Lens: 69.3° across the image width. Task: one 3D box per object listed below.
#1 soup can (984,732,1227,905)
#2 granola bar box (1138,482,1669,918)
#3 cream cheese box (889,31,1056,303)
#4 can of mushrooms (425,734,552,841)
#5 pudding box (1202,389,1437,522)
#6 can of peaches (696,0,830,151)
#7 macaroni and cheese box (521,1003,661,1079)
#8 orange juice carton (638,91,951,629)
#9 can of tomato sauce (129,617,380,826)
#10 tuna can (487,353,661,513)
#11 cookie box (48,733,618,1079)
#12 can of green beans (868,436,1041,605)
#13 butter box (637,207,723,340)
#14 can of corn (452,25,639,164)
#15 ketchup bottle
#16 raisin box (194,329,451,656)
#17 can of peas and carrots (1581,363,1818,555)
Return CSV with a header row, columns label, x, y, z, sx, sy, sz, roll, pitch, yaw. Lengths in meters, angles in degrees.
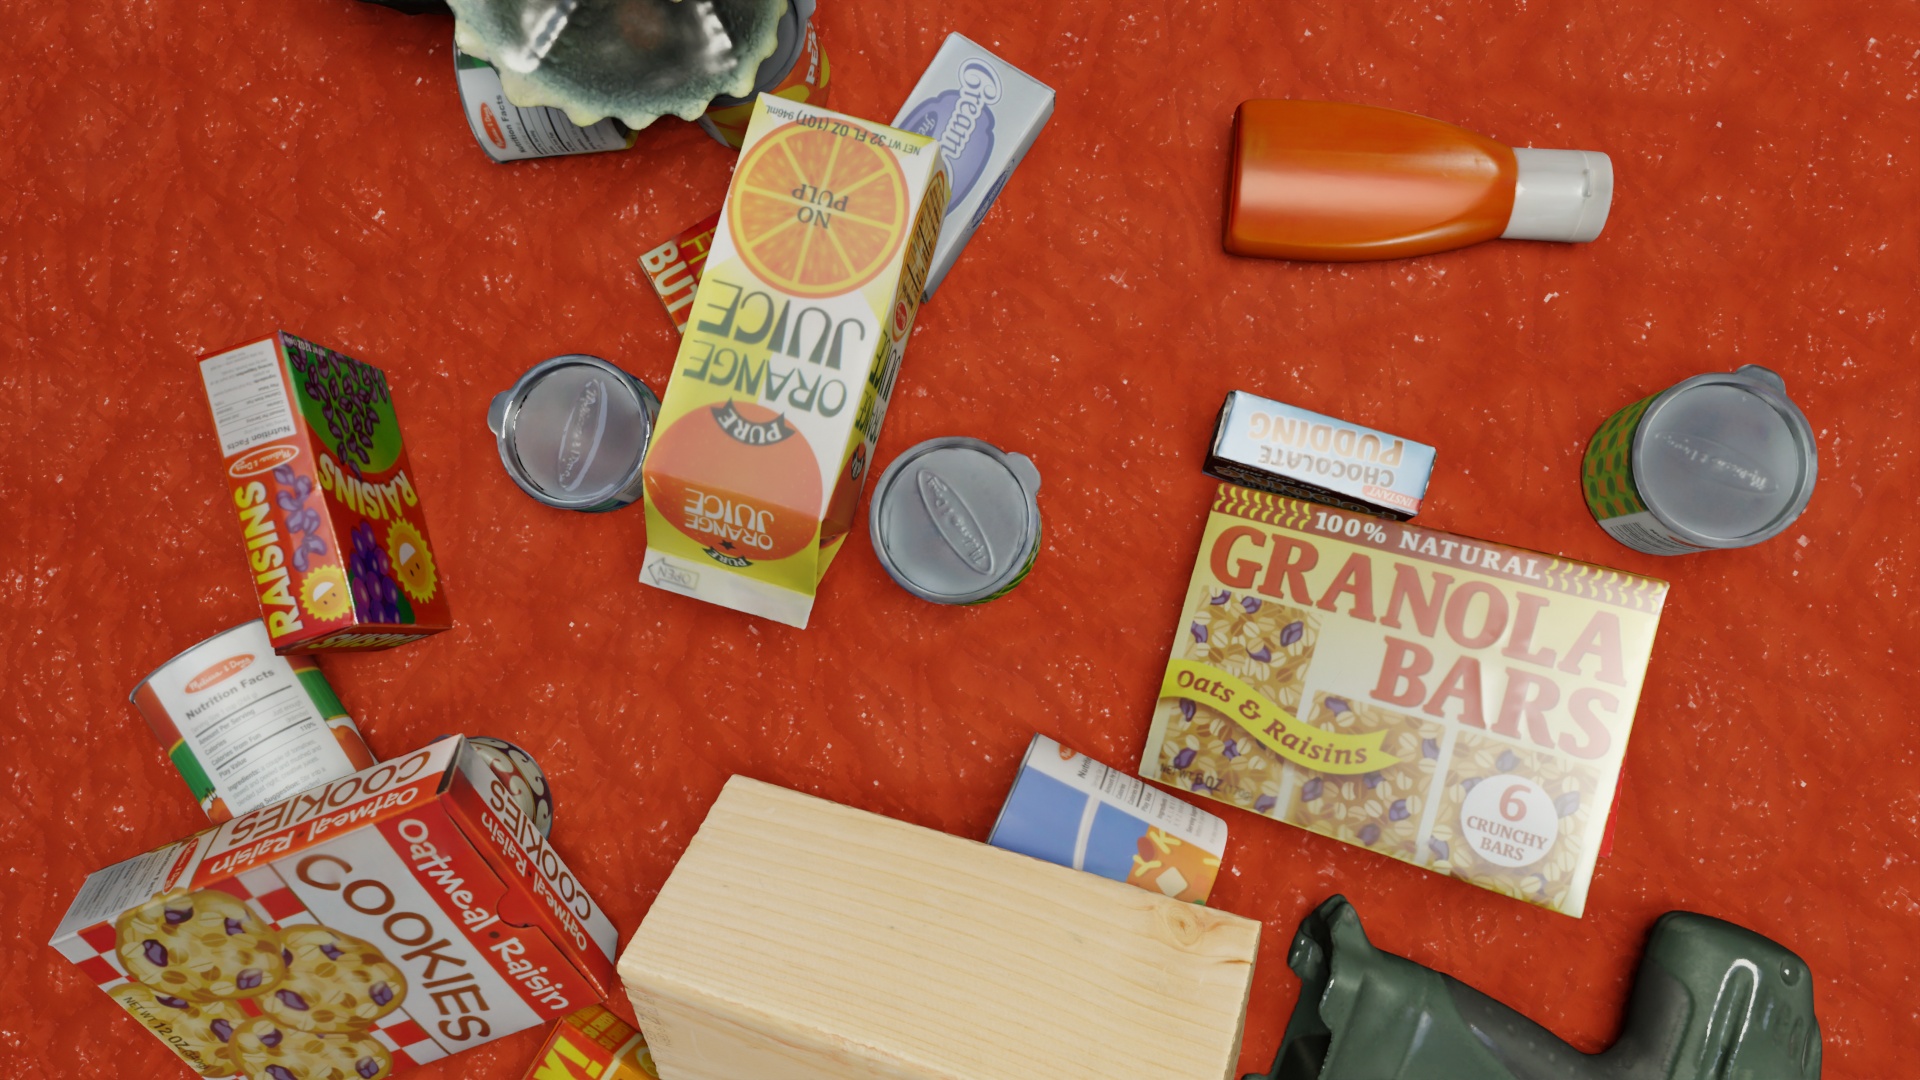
label,x,y,z,sx,sy,sz,roll,pitch,yaw
soup can,0.053,0.126,0.549,0.084,0.071,0.071,24,89,6
granola bar box,0.166,0.056,0.533,0.165,0.039,0.124,15,87,25
cream cheese box,-0.009,-0.160,0.596,0.053,0.024,0.104,34,89,6
can of mushrooms,-0.213,0.116,0.590,0.071,0.033,0.071,0,87,6
pudding box,0.142,-0.032,0.560,0.084,0.049,0.030,18,86,6
can of peaches,-0.090,-0.206,0.590,0.071,0.058,0.071,0,85,5
macaroni and cheese box,-0.124,0.288,0.566,0.166,0.040,0.123,33,88,6
orange juice carton,-0.066,-0.066,0.545,0.072,0.073,0.192,17,88,5
can of tomato sauce,-0.292,0.084,0.583,0.071,0.071,0.083,-34,88,2
tuna can,-0.164,-0.046,0.598,0.071,0.033,0.071,0,86,5
cookie box,-0.240,0.157,0.549,0.167,0.040,0.122,-21,121,7
can of green beans,0.000,-0.006,0.567,0.071,0.058,0.071,0,86,5
butter box,-0.092,-0.090,0.598,0.053,0.024,0.103,-28,84,2
can of corn,-0.174,-0.200,0.595,0.058,0.071,0.071,-5,86,4
ketchup bottle,0.184,-0.144,0.568,0.149,0.043,0.064,5,87,5
raisin box,-0.262,-0.016,0.578,0.040,0.086,0.123,-18,85,2
can of peas and carrots,0.287,-0.030,0.543,0.071,0.058,0.071,0,85,5
